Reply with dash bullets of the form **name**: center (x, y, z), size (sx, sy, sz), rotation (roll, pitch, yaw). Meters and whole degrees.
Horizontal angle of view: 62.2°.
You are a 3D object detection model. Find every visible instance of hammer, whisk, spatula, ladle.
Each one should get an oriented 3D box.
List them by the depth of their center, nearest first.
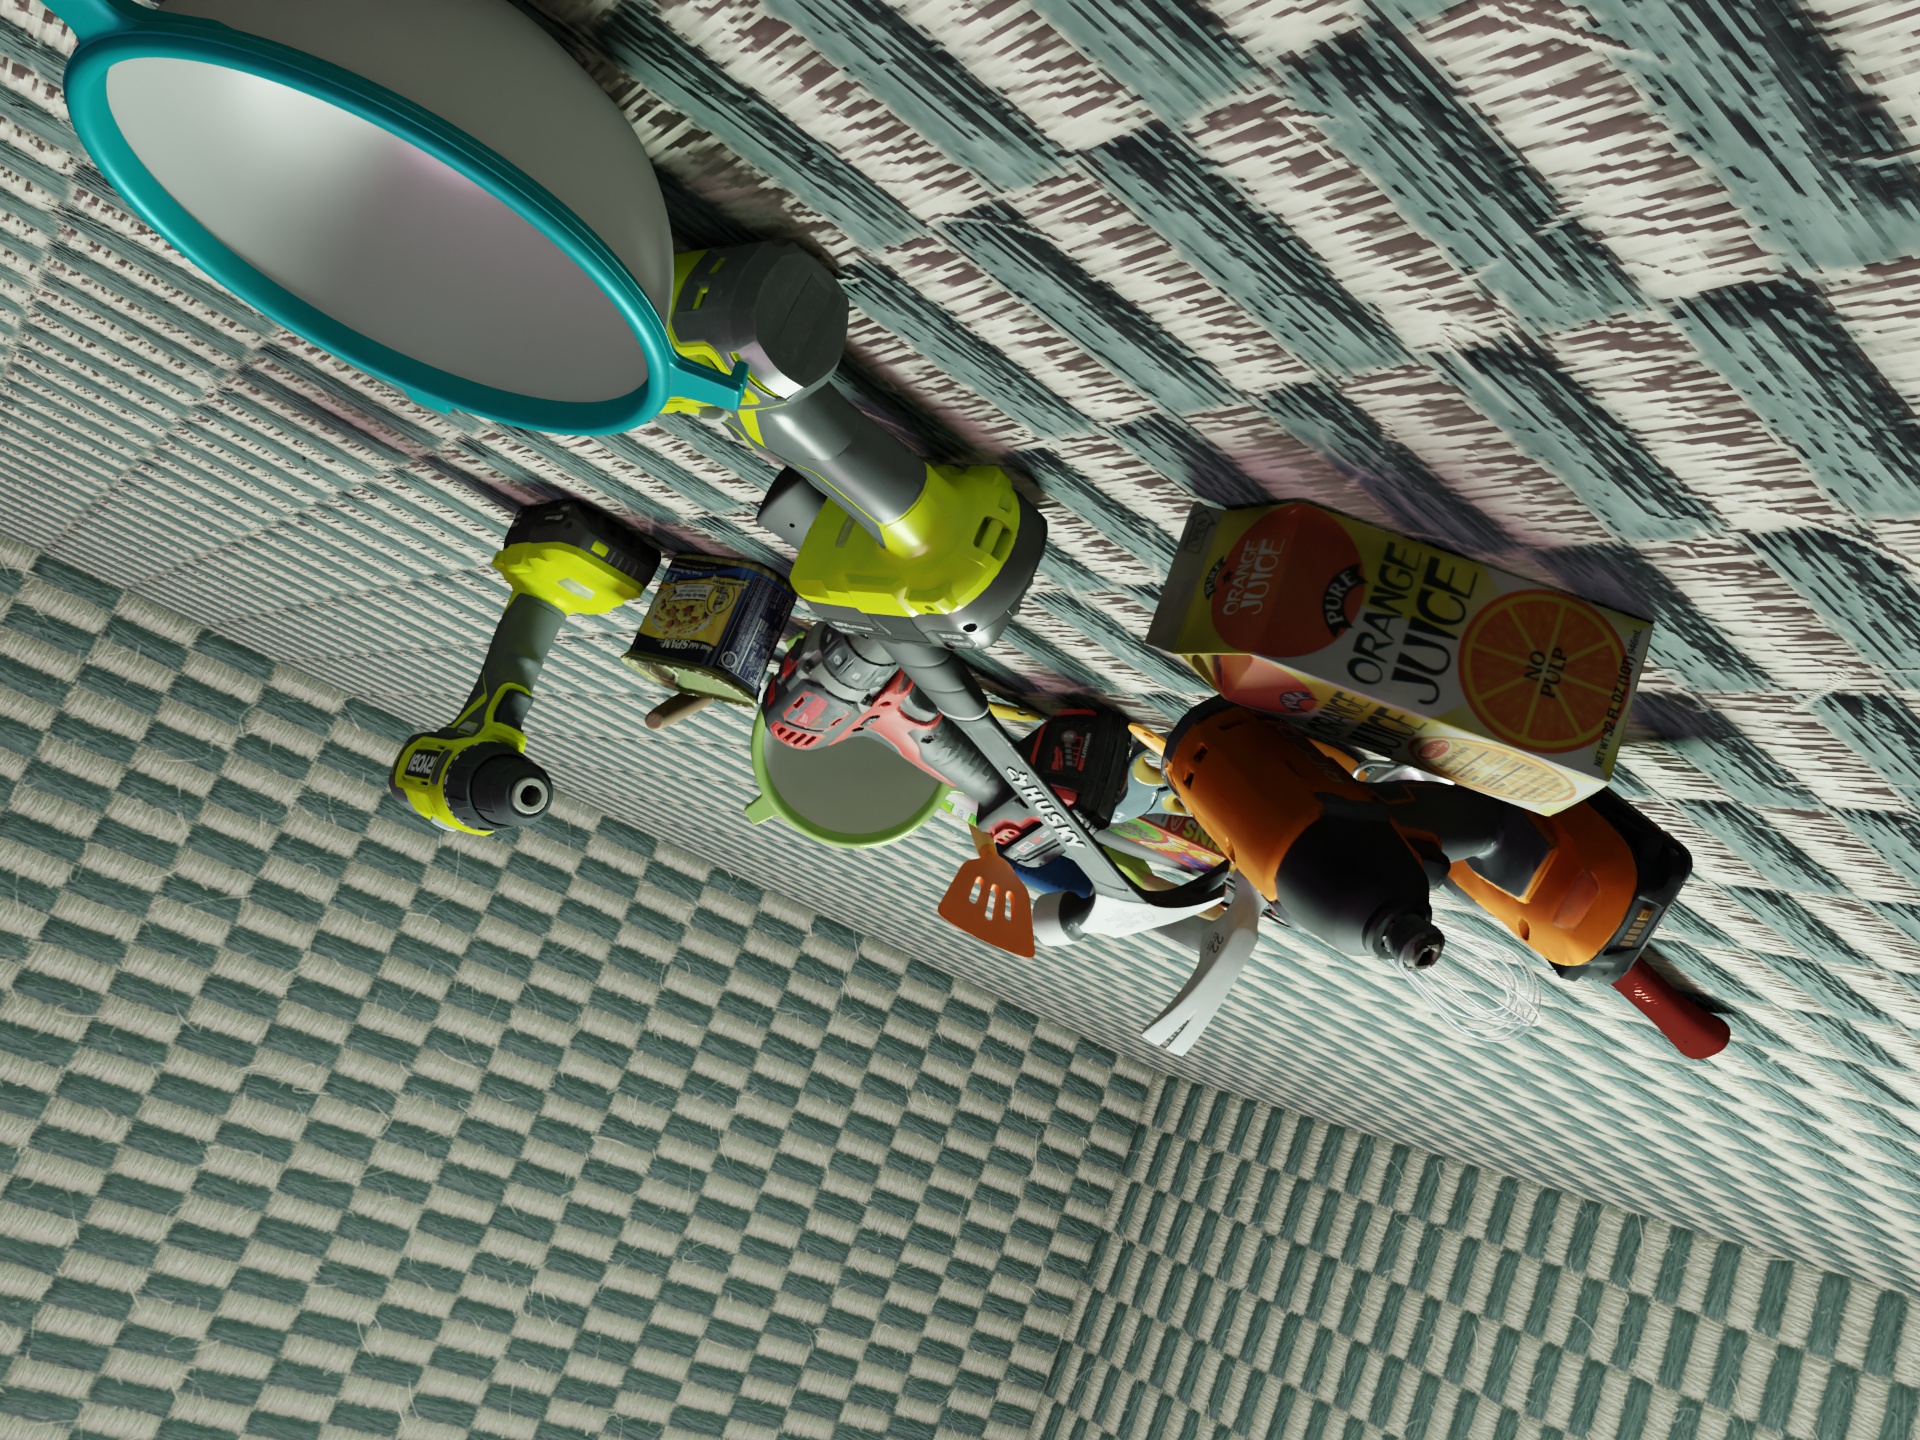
- **hammer**: center (0.016, 0.004, 0.936), size (0.149, 0.036, 0.408), rotation (-13, 132, 34)
- **hammer**: center (0.438, 0.162, 1.093), size (0.149, 0.037, 0.358), rotation (8, 160, 46)
- **whisk**: center (0.280, 0.131, 1.116), size (0.285, 0.070, 0.070), rotation (34, 168, 9)
- **spatula**: center (-0.189, -0.019, 1.187), size (0.060, 0.018, 0.316), rotation (36, -172, -1)
- **hammer**: center (0.107, 0.137, 1.201), size (0.035, 0.144, 0.406), rotation (30, 174, -19)
- **whisk**: center (0.199, 0.114, 1.264), size (0.239, 0.055, 0.055), rotation (19, 167, 23)
- **spatula**: center (0.015, 0.110, 1.307), size (0.081, 0.041, 0.323), rotation (26, -171, -9)
- **ladle**: center (0.161, 0.150, 1.317), size (0.078, 0.062, 0.320), rotation (21, 179, -10)

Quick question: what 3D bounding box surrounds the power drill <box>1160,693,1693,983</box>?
- **power drill**: center (0.219, 0.061, 0.718), size (0.226, 0.084, 0.164), rotation (9, -154, -29)

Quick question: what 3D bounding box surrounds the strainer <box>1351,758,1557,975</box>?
- **strainer**: center (0.298, 0.086, 0.933), size (0.258, 0.087, 0.050), rotation (41, -157, -28)

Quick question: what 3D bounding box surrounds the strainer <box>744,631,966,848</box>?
- **strainer**: center (-0.025, 0.027, 1.181), size (0.256, 0.151, 0.069), rotation (14, -162, -4)

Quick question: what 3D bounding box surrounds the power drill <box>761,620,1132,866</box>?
- **power drill**: center (-0.002, -0.003, 1.024), size (0.226, 0.080, 0.188), rotation (27, 147, -16)

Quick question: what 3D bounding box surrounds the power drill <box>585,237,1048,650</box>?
- **power drill**: center (-0.076, -0.123, 0.716), size (0.171, 0.080, 0.223), rotation (8, 157, 42)

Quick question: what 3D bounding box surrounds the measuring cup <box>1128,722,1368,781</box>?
- **measuring cup**: center (0.171, 0.023, 0.942), size (0.173, 0.052, 0.095), rotation (31, 164, -27)

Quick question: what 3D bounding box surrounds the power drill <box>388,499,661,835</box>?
- **power drill**: center (-0.292, -0.030, 1.076), size (0.080, 0.228, 0.191), rotation (31, 164, -33)

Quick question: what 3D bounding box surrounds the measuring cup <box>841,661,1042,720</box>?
- **measuring cup**: center (-0.015, -0.028, 1.108), size (0.156, 0.029, 0.062), rotation (13, 159, -13)

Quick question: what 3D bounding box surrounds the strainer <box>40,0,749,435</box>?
- **strainer**: center (-0.217, -0.222, 0.508), size (0.211, 0.095, 0.340), rotation (8, 159, 37)
